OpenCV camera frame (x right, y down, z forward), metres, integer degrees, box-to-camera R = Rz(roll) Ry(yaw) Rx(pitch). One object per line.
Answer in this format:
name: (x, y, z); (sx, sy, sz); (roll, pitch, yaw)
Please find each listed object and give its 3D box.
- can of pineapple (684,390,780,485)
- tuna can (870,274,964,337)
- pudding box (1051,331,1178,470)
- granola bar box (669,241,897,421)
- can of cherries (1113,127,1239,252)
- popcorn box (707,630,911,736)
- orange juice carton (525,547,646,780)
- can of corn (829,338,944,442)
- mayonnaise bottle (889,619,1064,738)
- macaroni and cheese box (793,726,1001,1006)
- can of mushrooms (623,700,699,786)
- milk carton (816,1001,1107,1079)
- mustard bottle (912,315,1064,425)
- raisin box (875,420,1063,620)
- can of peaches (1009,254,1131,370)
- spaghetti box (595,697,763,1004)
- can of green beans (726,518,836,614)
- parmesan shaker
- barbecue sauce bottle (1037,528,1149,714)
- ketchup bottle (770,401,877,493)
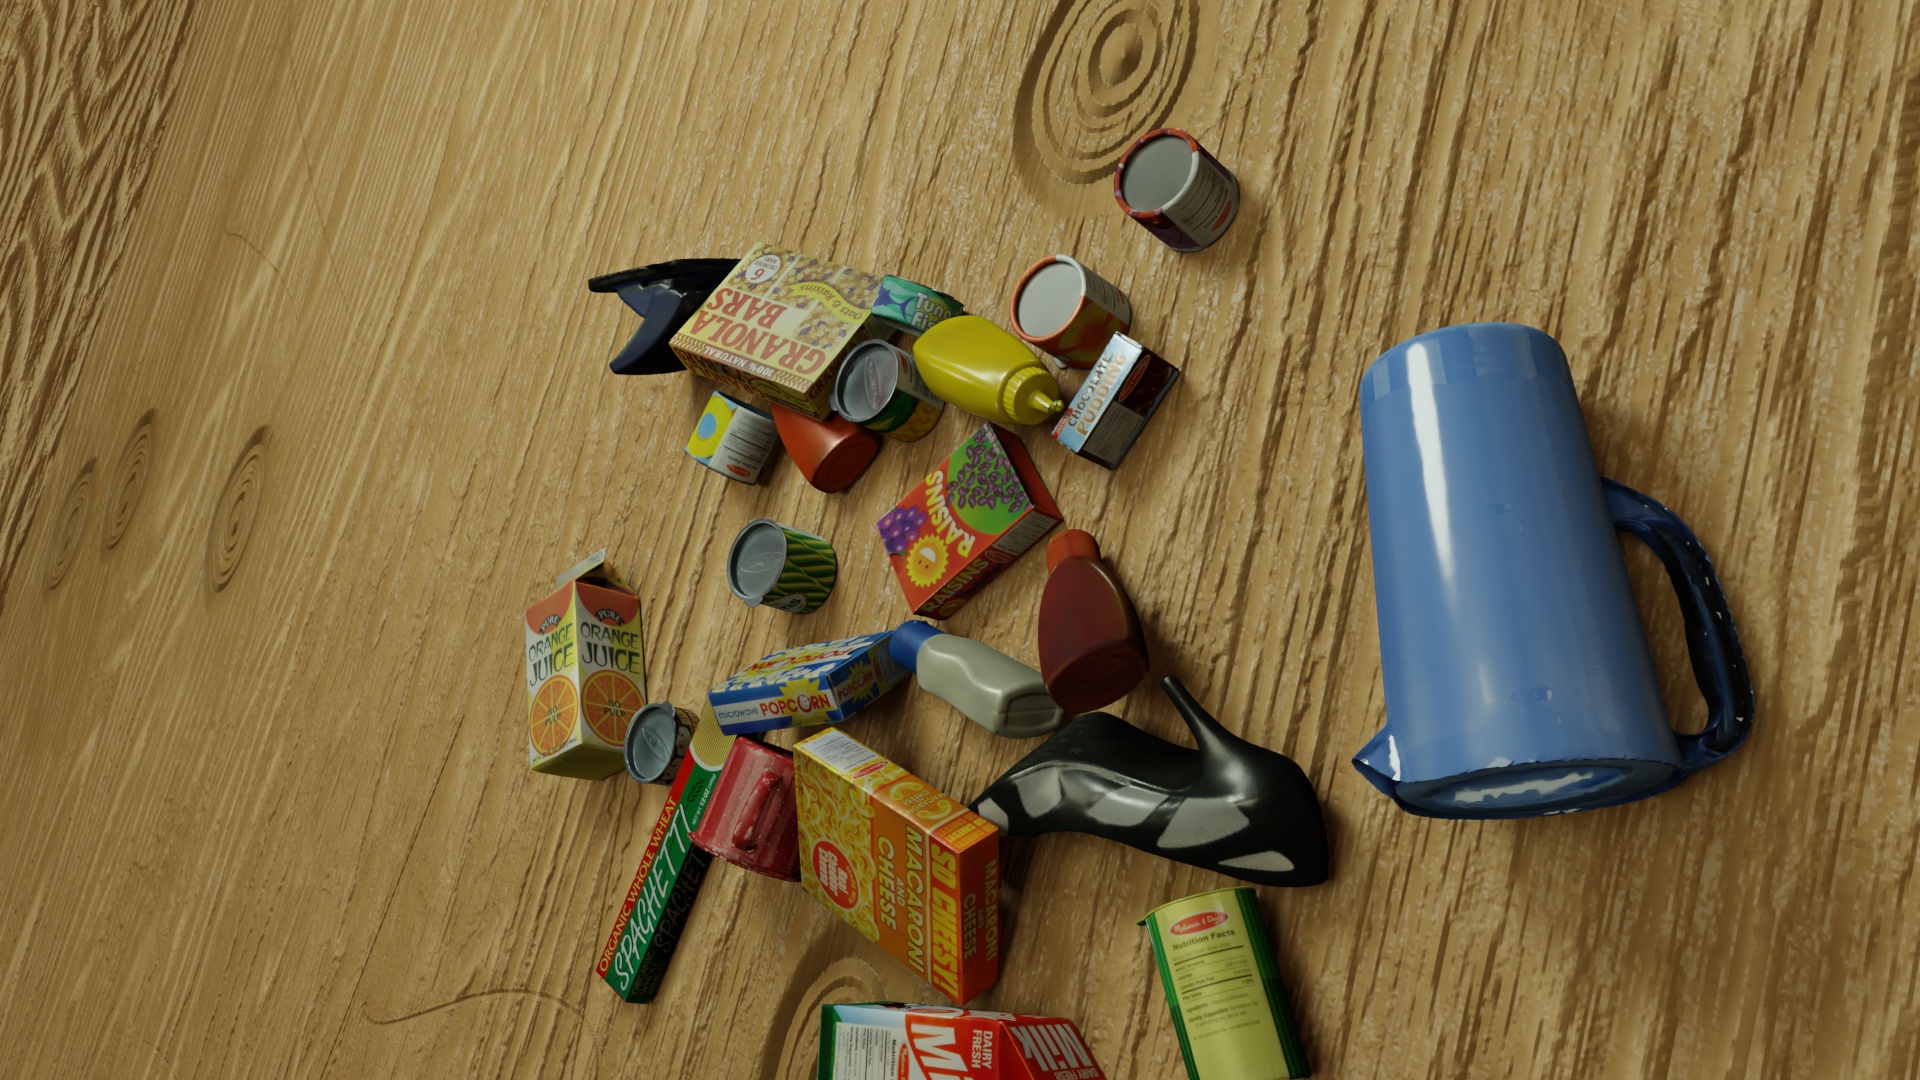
can of pineapple: (-0.191, -0.087, 1.168); (0.071, 0.071, 0.058); (32, 97, 42)
tuna can: (-0.032, -0.176, 1.064); (0.071, 0.071, 0.033); (22, 92, 42)
pudding box: (0.104, -0.093, 0.933); (0.030, 0.049, 0.083); (41, 104, 39)
granola bar box: (-0.139, -0.173, 1.133); (0.166, 0.039, 0.124); (23, 67, 36)
can of cherries: (0.144, -0.238, 0.942); (0.071, 0.058, 0.071); (-13, 68, 36)
popcorn box: (-0.112, 0.105, 1.022); (0.126, 0.085, 0.038); (-12, 100, 37)
orange juice carton: (-0.328, 0.104, 1.215); (0.071, 0.073, 0.193); (-28, 59, 31)
can of corn: (-0.056, -0.113, 1.069); (0.071, 0.058, 0.071); (-14, 68, 36)
mayonnaise bottle: (0.005, 0.092, 0.948); (0.148, 0.065, 0.041); (23, 107, 52)
macaroni and cheese box: (-0.043, 0.213, 0.926); (0.166, 0.040, 0.123); (23, 123, 42)
can of mushrooms: (-0.244, 0.167, 1.150); (0.071, 0.033, 0.071); (-14, 67, 37)
milk carton: (0.003, 0.331, 0.863); (0.190, 0.072, 0.073); (-10, 70, 38)
mustard bottle: (0.026, -0.114, 0.985); (0.065, 0.048, 0.160); (-33, 37, -14)
raisin box: (0.004, -0.013, 0.998); (0.123, 0.040, 0.086); (-41, 54, 23)
can of peaches: (0.075, -0.158, 0.974); (0.071, 0.058, 0.071); (-14, 67, 36)
spaghetti box: (-0.223, 0.246, 1.109); (0.050, 0.028, 0.250); (23, 91, 43)
can of green beans: (-0.141, 0.021, 1.095); (0.071, 0.058, 0.071); (-14, 67, 36)
parmesan shaker: (0.145, 0.254, 0.772); (0.071, 0.071, 0.103); (-30, 59, 30)
barbecue sauce bottle: (0.078, 0.044, 0.873); (0.065, 0.043, 0.149); (-31, 27, 15)
ketchup bottle: (-0.125, -0.106, 1.134); (0.064, 0.043, 0.149); (-46, 51, 11)
